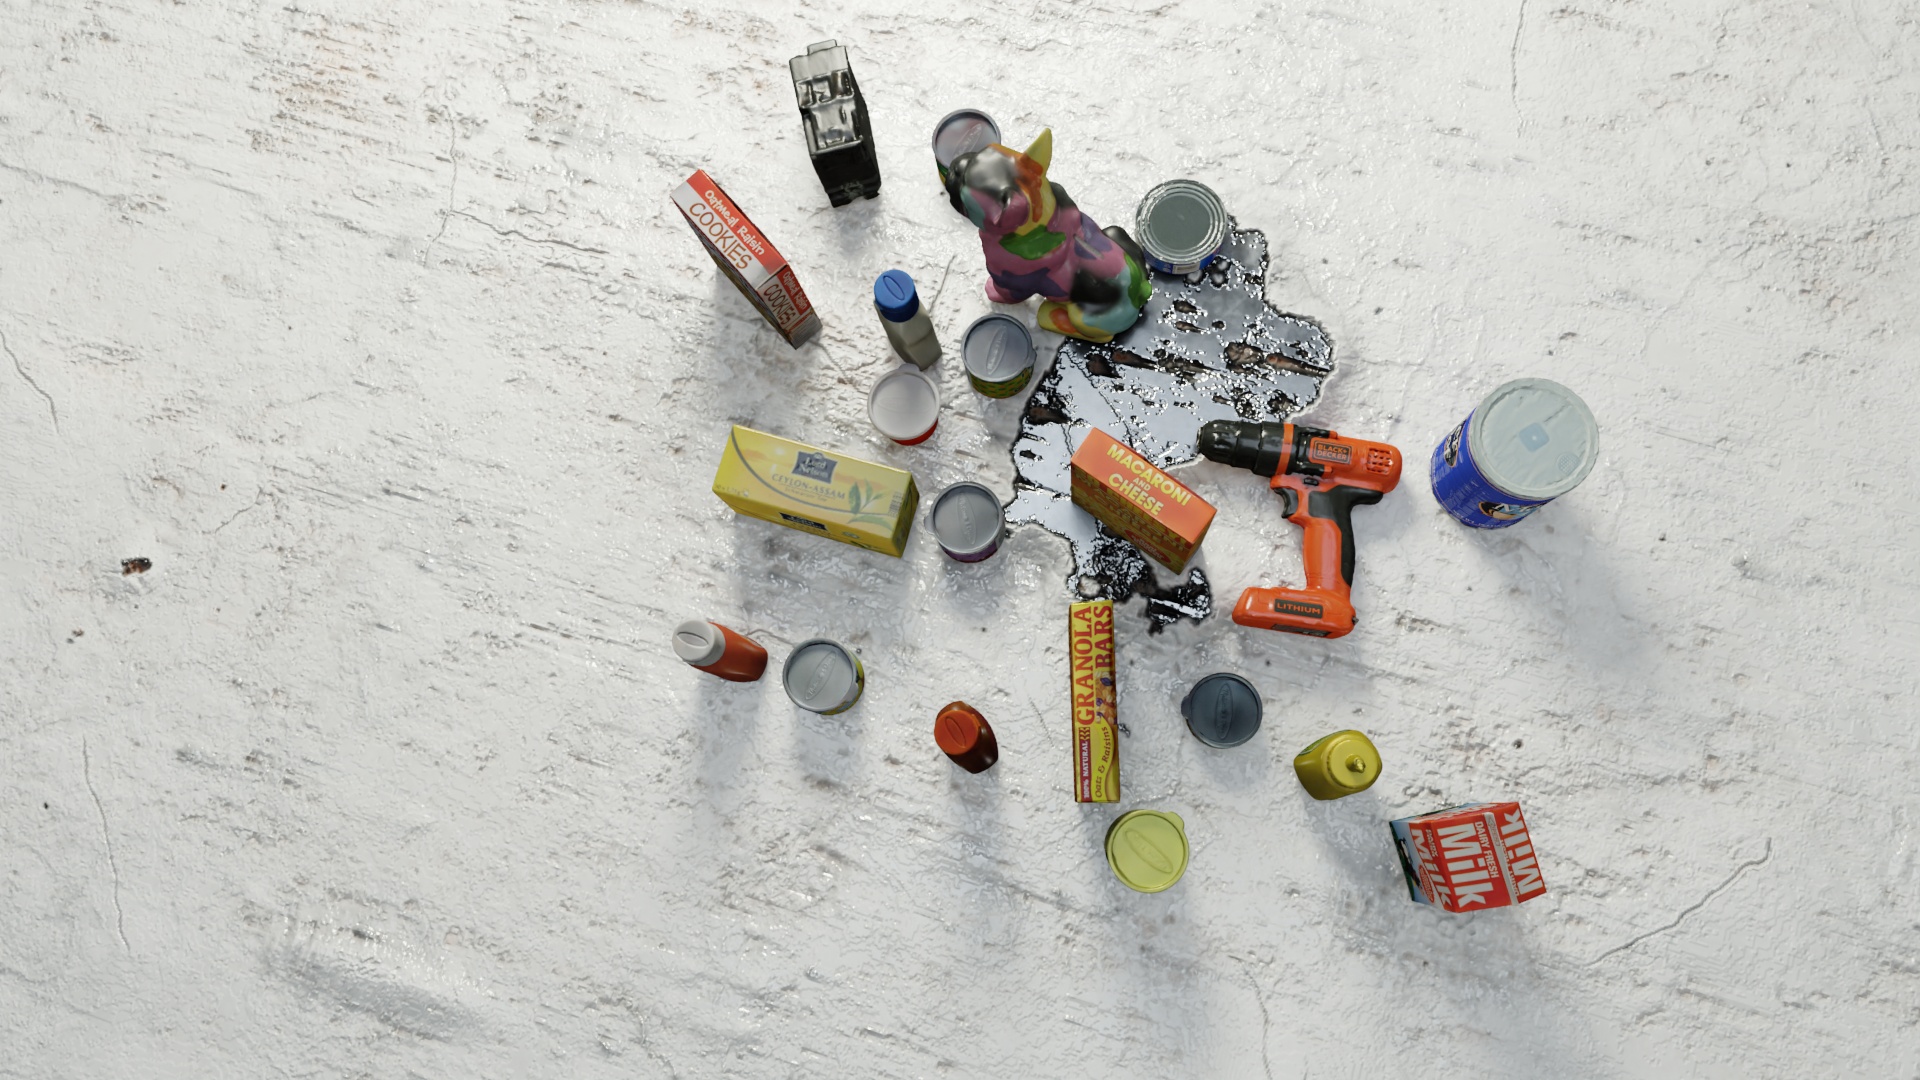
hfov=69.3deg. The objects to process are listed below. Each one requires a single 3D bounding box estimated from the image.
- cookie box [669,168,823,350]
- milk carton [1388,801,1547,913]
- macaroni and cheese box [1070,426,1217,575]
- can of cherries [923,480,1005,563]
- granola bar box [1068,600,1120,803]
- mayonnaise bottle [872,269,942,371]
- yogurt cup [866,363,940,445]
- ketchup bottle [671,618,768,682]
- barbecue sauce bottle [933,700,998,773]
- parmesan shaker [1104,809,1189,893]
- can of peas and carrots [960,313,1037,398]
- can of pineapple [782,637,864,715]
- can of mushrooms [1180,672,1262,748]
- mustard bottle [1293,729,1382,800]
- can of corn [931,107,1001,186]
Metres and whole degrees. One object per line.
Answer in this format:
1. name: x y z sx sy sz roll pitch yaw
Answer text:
1. cookie box: -0.192 -0.254 1.270 0.040 0.167 0.123 -42 79 -3
2. milk carton: 0.408 0.252 1.112 0.073 0.190 0.072 -14 79 2
3. macaroni and cheese box: 0.154 -0.032 1.200 0.124 0.166 0.040 35 84 10
4. can of cherries: 0.005 -0.016 1.264 0.071 0.058 0.071 -1 79 5
5. granola bar box: 0.114 0.141 1.191 0.039 0.124 0.166 -2 79 4
6. mayonnaise bottle: -0.050 -0.202 1.259 0.041 0.148 0.065 -38 79 -3
7. yogurt cup: -0.050 -0.121 1.291 0.072 0.054 0.072 -1 79 4
8. ketchup bottle: -0.214 0.096 1.214 0.065 0.148 0.043 16 81 7
9. barbecue sauce bottle: 0.003 0.166 1.183 0.044 0.148 0.065 -31 79 -1
10. parmesan shaker: 0.158 0.259 1.175 0.071 0.103 0.071 -1 79 5
11. can of peas and carrots: 0.037 -0.170 1.291 0.071 0.058 0.071 -1 79 5
12. can of pineapple: -0.121 0.124 1.247 0.071 0.058 0.071 -1 79 4
13. can of mushrooms: 0.229 0.150 1.226 0.071 0.033 0.071 -1 79 4
14. mustard bottle: 0.317 0.184 1.148 0.065 0.160 0.049 -30 79 -1
15. can of corn: 0.010 -0.369 1.332 0.071 0.058 0.071 -1 79 5
